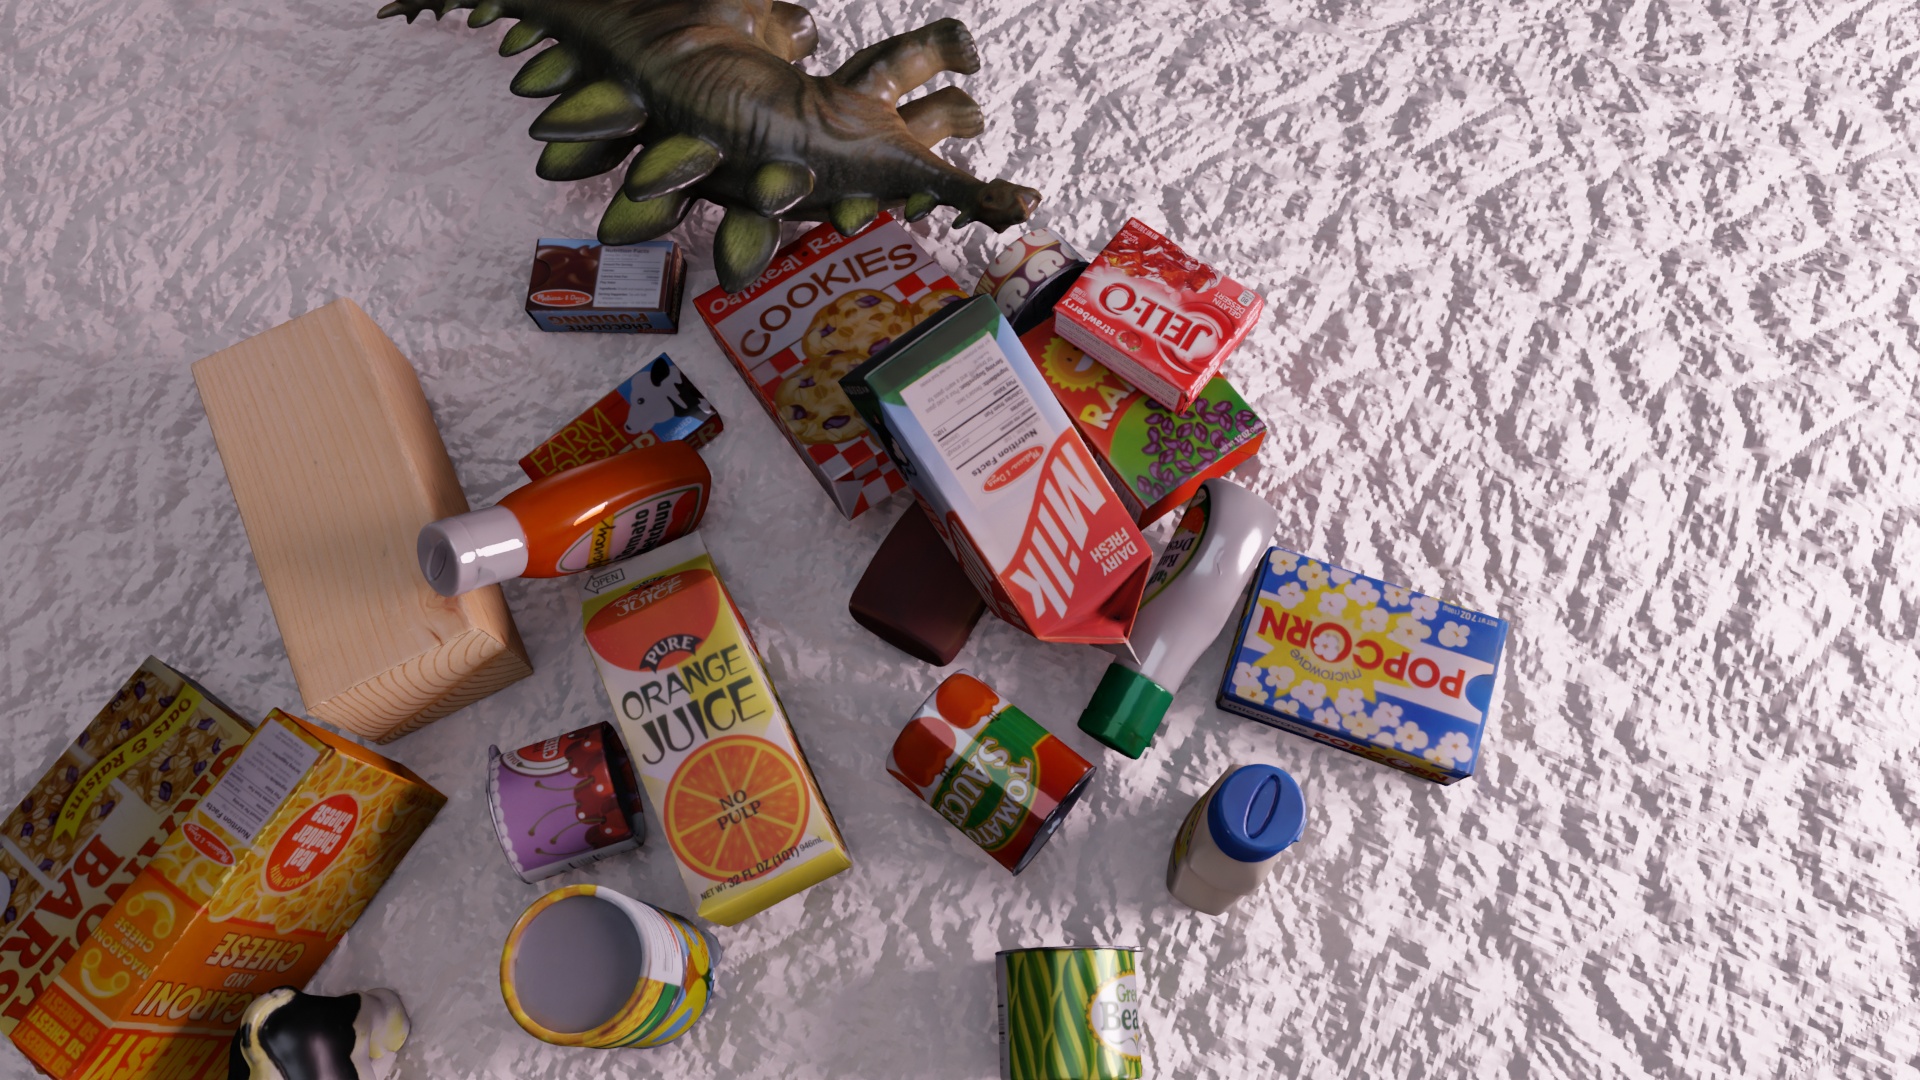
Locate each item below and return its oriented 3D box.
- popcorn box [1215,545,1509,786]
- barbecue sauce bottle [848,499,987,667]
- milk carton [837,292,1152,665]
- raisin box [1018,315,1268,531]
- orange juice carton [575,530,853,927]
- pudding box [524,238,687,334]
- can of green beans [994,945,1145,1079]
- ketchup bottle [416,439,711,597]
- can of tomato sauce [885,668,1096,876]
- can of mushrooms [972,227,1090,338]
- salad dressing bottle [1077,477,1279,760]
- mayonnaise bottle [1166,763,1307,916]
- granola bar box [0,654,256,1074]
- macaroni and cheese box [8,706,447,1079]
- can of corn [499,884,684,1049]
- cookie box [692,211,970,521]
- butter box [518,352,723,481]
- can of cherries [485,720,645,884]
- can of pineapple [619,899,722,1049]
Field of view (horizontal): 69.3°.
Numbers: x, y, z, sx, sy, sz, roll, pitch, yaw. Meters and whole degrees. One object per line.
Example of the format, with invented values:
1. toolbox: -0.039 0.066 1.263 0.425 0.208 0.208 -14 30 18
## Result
1. popcorn box: 0.204 0.064 0.713 0.127 0.038 0.085 18 70 9
2. barbecue sauce bottle: 0.003 -0.009 0.745 0.065 0.043 0.149 28 72 9
3. milk carton: 0.027 -0.020 0.680 0.073 0.072 0.190 -36 102 -10
4. raisin box: 0.097 -0.079 0.769 0.086 0.040 0.123 -34 73 -10
5. orange juice carton: -0.128 0.088 0.697 0.072 0.072 0.193 -25 70 -7
6. pudding box: -0.206 -0.149 0.811 0.084 0.030 0.050 1 71 3
7. can of green beans: 0.050 0.220 0.645 0.071 0.071 0.058 -2 70 1
8. ketchup bottle: -0.198 -0.009 0.702 0.043 0.064 0.149 47 39 18
9. can of tomato sauce: 0.014 0.113 0.684 0.083 0.071 0.071 37 75 15
10. can of mushrooms: 0.039 -0.139 0.779 0.071 0.071 0.033 -38 73 -11
11. salad dressing bottle: 0.111 0.040 0.715 0.044 0.064 0.148 31 81 -7
12. mayonnaise bottle: 0.125 0.132 0.631 0.041 0.147 0.065 24 72 11
13. granola bar box: -0.413 0.157 0.687 0.124 0.039 0.166 27 72 25
14. macaroni and cheese box: -0.330 0.169 0.647 0.040 0.123 0.167 30 74 15
15. can of corn: -0.162 0.188 0.605 0.071 0.058 0.071 -1 69 2
16. cookie box: -0.055 -0.106 0.763 0.123 0.040 0.168 -32 56 -10
17. butter box: -0.189 -0.054 0.778 0.104 0.024 0.053 -40 73 -12
18. can of cherries: -0.195 0.126 0.687 0.058 0.071 0.071 -18 70 -4
19. can of pineapple: -0.154 0.206 0.662 0.071 0.057 0.071 -1 69 2
